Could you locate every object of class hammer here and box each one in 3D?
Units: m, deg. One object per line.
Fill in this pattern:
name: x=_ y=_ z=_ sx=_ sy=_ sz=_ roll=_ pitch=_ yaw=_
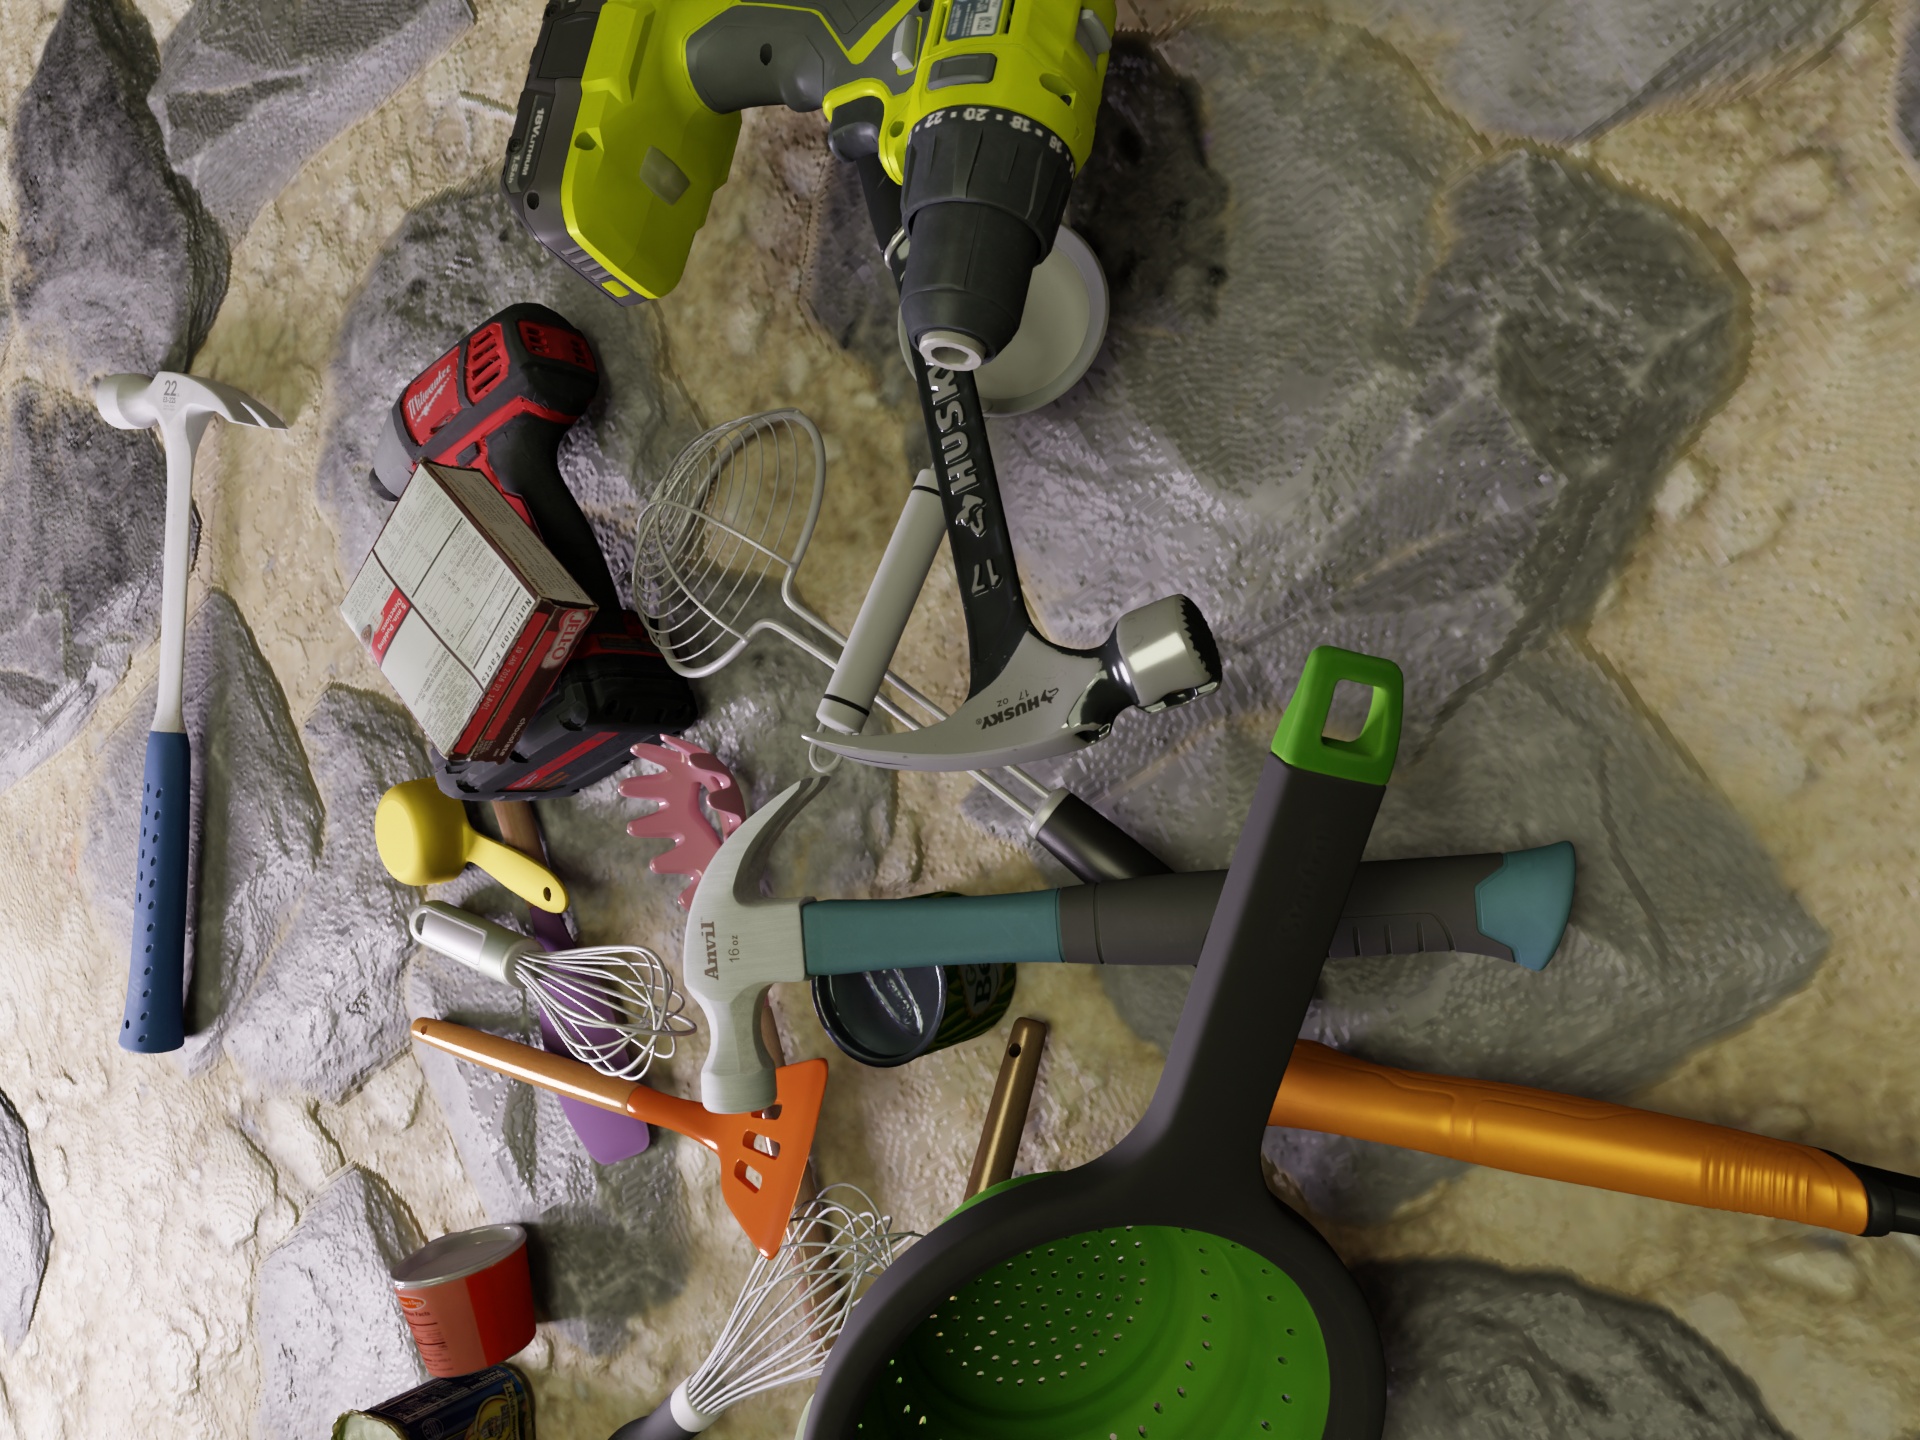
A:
hammer: x=0.052 y=0.076 z=0.587 sx=0.331 sy=0.033 sz=0.128 roll=-5 pitch=90 yaw=16
hammer: x=-0.018 y=-0.169 z=0.619 sx=0.149 sy=0.036 sz=0.409 roll=-22 pitch=65 yaw=22
hammer: x=-0.470 y=-0.004 z=0.949 sx=0.144 sy=0.035 sz=0.405 roll=6 pitch=94 yaw=31
hammer: x=0.239 y=0.141 z=0.484 sx=0.337 sy=0.127 sz=0.034 roll=3 pitch=97 yaw=37

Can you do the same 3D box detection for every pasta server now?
pasta server: x=-0.093 y=0.160 z=0.722 sx=0.060 sy=0.040 sz=0.316 roll=-19 pitch=82 yaw=39

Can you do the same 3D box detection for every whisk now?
whisk: x=-0.205 y=0.118 z=0.757 sx=0.246 sy=0.059 sz=0.058 roll=8 pitch=86 yaw=48
whisk: x=-0.100 y=0.288 z=0.702 sx=0.070 sy=0.070 sz=0.284 roll=54 pitch=128 yaw=19

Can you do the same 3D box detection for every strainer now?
strainer: x=-0.007 y=-0.099 z=0.632 sx=0.087 sy=0.050 sz=0.258 roll=20 pitch=81 yaw=17

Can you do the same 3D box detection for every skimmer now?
skimmer: x=-0.001 y=-0.002 z=0.669 sx=0.363 sy=0.090 sz=0.127 roll=38 pitch=105 yaw=15

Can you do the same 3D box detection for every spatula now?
spatula: x=-0.172 y=0.171 z=0.745 sx=0.323 sy=0.041 sz=0.081 roll=4 pitch=73 yaw=40
spatula: x=-0.221 y=0.071 z=0.810 sx=0.060 sy=0.018 sz=0.316 roll=-26 pitch=78 yaw=33

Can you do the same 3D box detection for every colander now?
colander: x=0.061 y=0.156 z=0.553 sx=0.095 sy=0.204 sz=0.397 roll=-125 pitch=49 yaw=-69

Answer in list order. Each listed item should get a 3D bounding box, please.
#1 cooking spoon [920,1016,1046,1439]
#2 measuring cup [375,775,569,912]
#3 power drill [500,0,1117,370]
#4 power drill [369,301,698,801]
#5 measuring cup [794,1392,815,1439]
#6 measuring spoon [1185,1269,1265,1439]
cooking spoon: x=-0.013 y=0.275 z=0.634 sx=0.069 sy=0.017 sz=0.319 roll=8 pitch=78 yaw=38
measuring cup: x=-0.250 y=0.070 z=0.803 sx=0.157 sy=0.029 sz=0.062 roll=18 pitch=107 yaw=42
power drill: x=-0.055 y=-0.219 z=0.592 sx=0.228 sy=0.080 sz=0.191 roll=5 pitch=76 yaw=29
power drill: x=-0.221 y=-0.078 z=0.777 sx=0.143 sy=0.078 sz=0.220 roll=-27 pitch=74 yaw=29
measuring cup: x=-0.059 y=0.342 z=0.684 sx=0.083 sy=0.038 sz=0.167 roll=28 pitch=118 yaw=32
measuring spoon: x=0.110 y=0.246 z=0.615 sx=0.042 sy=0.021 sz=0.129 roll=-1 pitch=81 yaw=38
